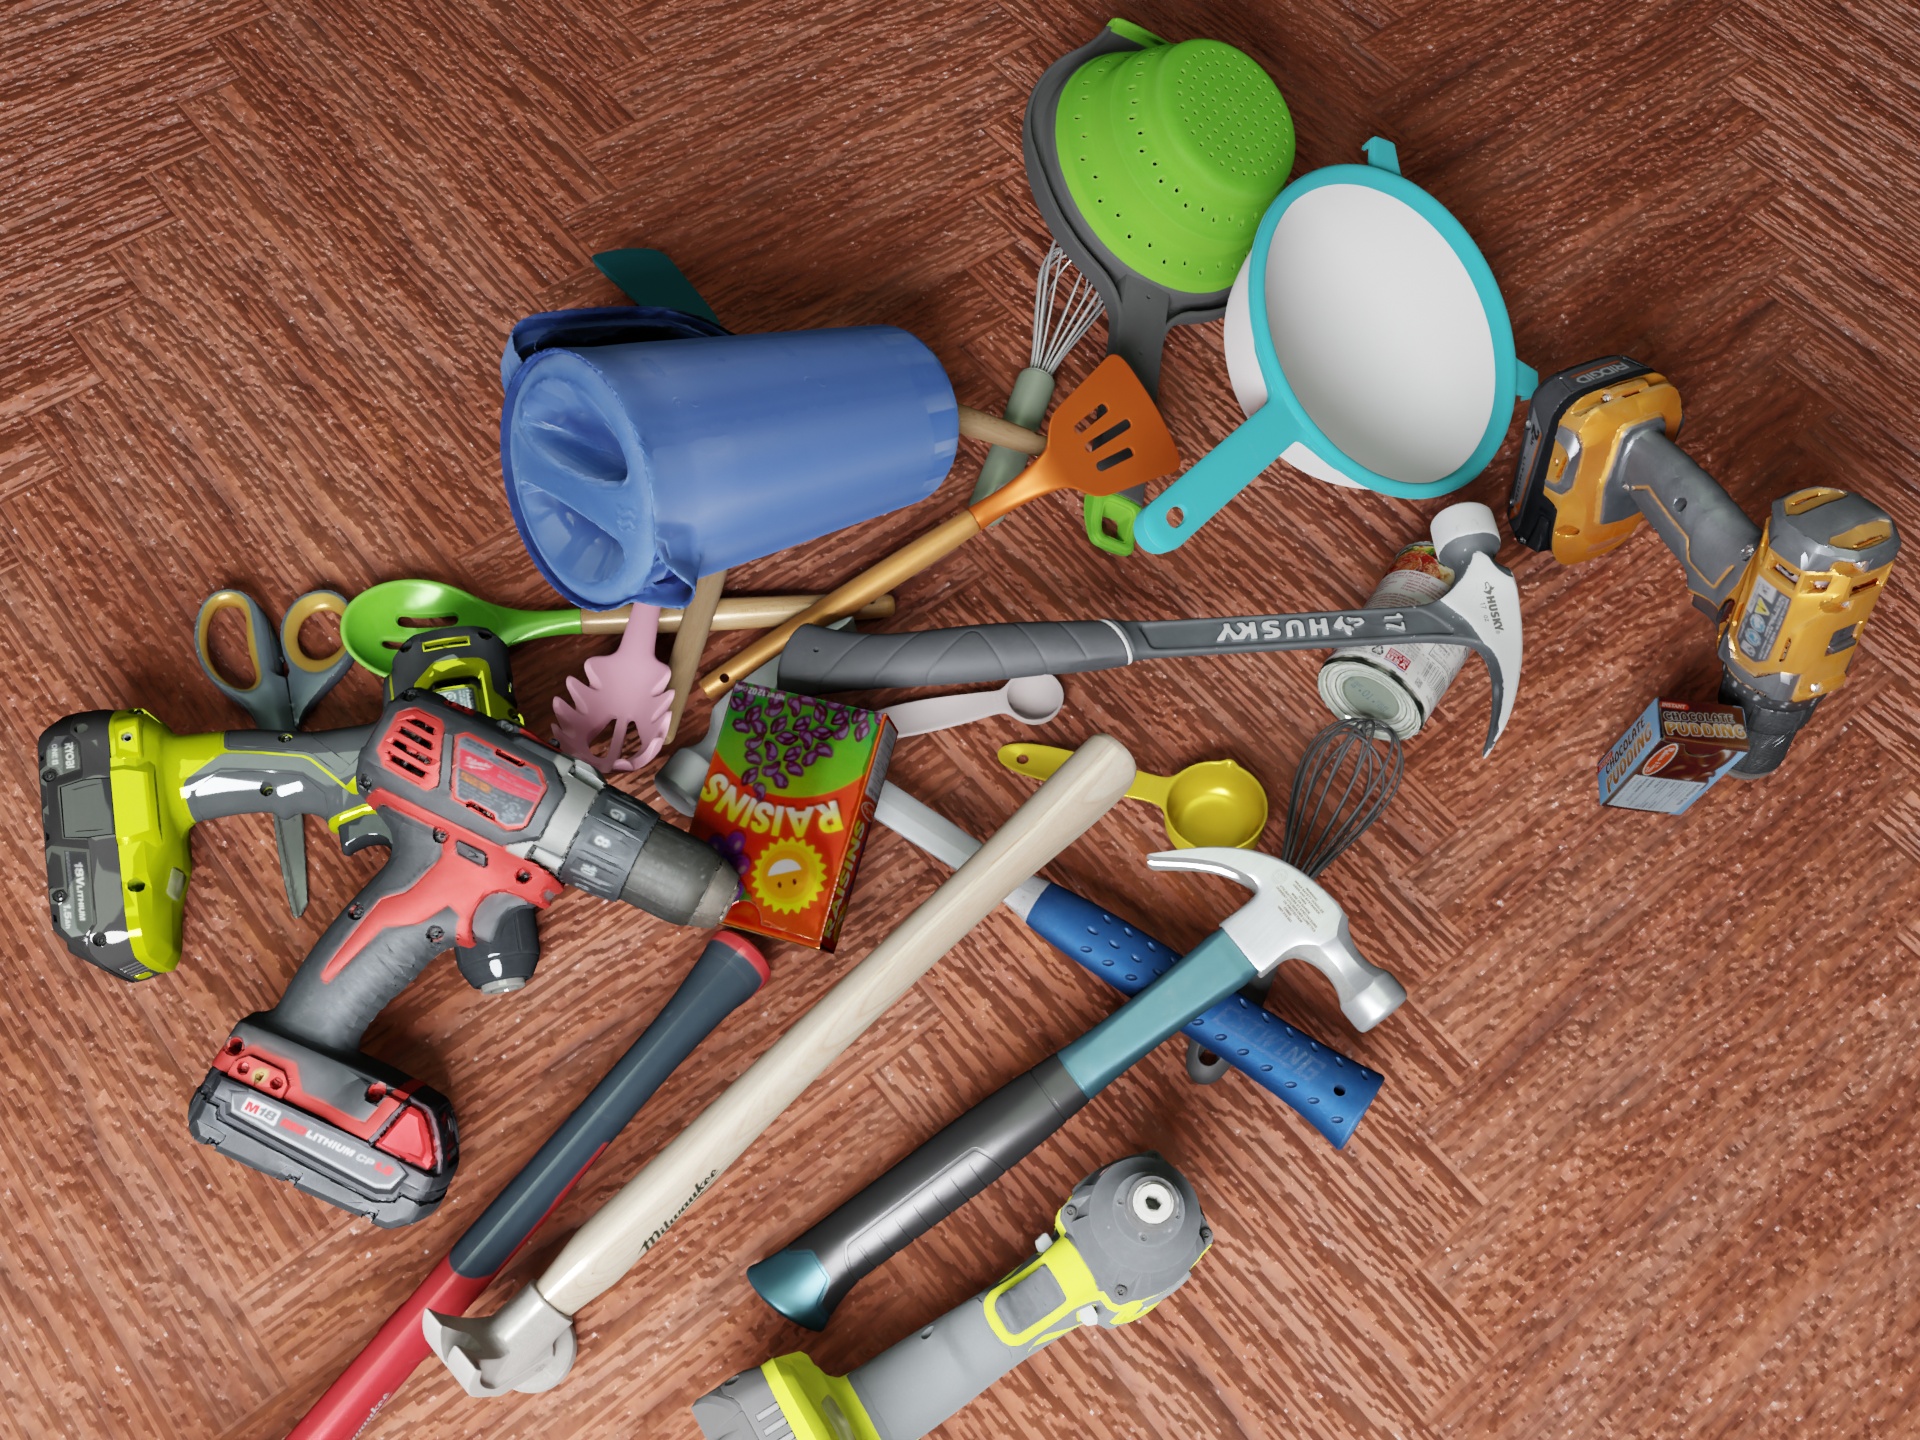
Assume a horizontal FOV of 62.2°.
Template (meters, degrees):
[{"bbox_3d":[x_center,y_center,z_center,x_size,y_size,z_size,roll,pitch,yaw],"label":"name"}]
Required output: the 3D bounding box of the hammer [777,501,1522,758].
[{"bbox_3d":[0.104,-0.039,0.869,0.409,0.036,0.149,-4,60,-1],"label":"hammer"}]

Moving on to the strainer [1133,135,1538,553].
[{"bbox_3d":[0.198,-0.193,0.970,0.340,0.095,0.211,-42,101,-27],"label":"strainer"}]

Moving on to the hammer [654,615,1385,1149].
[{"bbox_3d":[0.036,0.085,0.838,0.406,0.035,0.144,32,66,18],"label":"hammer"}]

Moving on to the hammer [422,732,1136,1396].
[{"bbox_3d":[-0.065,0.145,0.733,0.038,0.146,0.410,42,72,16],"label":"hammer"}]

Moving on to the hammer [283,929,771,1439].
[{"bbox_3d":[-0.217,0.237,0.709,0.038,0.143,0.386,35,60,10],"label":"hammer"}]

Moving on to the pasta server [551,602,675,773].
[{"bbox_3d":[-0.172,-0.093,0.903,0.060,0.040,0.316,7,52,-3],"label":"pasta server"}]

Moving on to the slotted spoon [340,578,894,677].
[{"bbox_3d":[-0.194,-0.057,0.927,0.313,0.031,0.070,-4,62,-8],"label":"slotted spoon"}]

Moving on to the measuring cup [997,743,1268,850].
[{"bbox_3d":[0.096,0.042,0.899,0.156,0.029,0.062,14,61,17],"label":"measuring cup"}]

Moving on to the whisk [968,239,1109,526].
[{"bbox_3d":[0.051,-0.226,1.031,0.059,0.057,0.246,0,58,36],"label":"whisk"}]

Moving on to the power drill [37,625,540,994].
[{"bbox_3d":[-0.331,0.060,0.815,0.228,0.080,0.191,-9,75,-15],"label":"power drill"}]

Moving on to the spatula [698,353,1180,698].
[{"bbox_3d":[-0.014,-0.104,0.936,0.322,0.041,0.081,-33,98,-5],"label":"spatula"}]

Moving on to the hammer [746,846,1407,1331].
[{"bbox_3d":[0.043,0.180,0.761,0.331,0.033,0.128,-36,72,-4],"label":"hammer"}]

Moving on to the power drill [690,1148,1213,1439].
[{"bbox_3d":[0.004,0.266,0.684,0.223,0.171,0.080,-29,67,-15],"label":"power drill"}]

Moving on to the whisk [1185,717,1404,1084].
[{"bbox_3d":[0.181,0.093,0.863,0.055,0.055,0.239,27,67,10],"label":"whisk"}]

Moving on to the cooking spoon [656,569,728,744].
[{"bbox_3d":[-0.140,-0.116,0.949,0.069,0.017,0.319,7,53,4],"label":"cooking spoon"}]

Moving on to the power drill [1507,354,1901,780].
[{"bbox_3d":[0.422,-0.088,0.929,0.084,0.185,0.226,-20,46,-14],"label":"power drill"}]

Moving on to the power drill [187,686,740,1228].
[{"bbox_3d":[-0.228,0.118,0.750,0.188,0.080,0.227,27,79,-6],"label":"power drill"}]

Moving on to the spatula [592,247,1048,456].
[{"bbox_3d":[-0.082,-0.229,1.001,0.317,0.044,0.082,22,25,13],"label":"spatula"}]

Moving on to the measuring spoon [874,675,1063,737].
[{"bbox_3d":[-0.001,-0.003,0.920,0.124,0.018,0.034,-10,62,-2],"label":"measuring spoon"}]

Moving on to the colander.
[{"bbox_3d":[0.138,-0.296,1.012,0.204,0.094,0.397,19,68,-25],"label":"colander"}]
